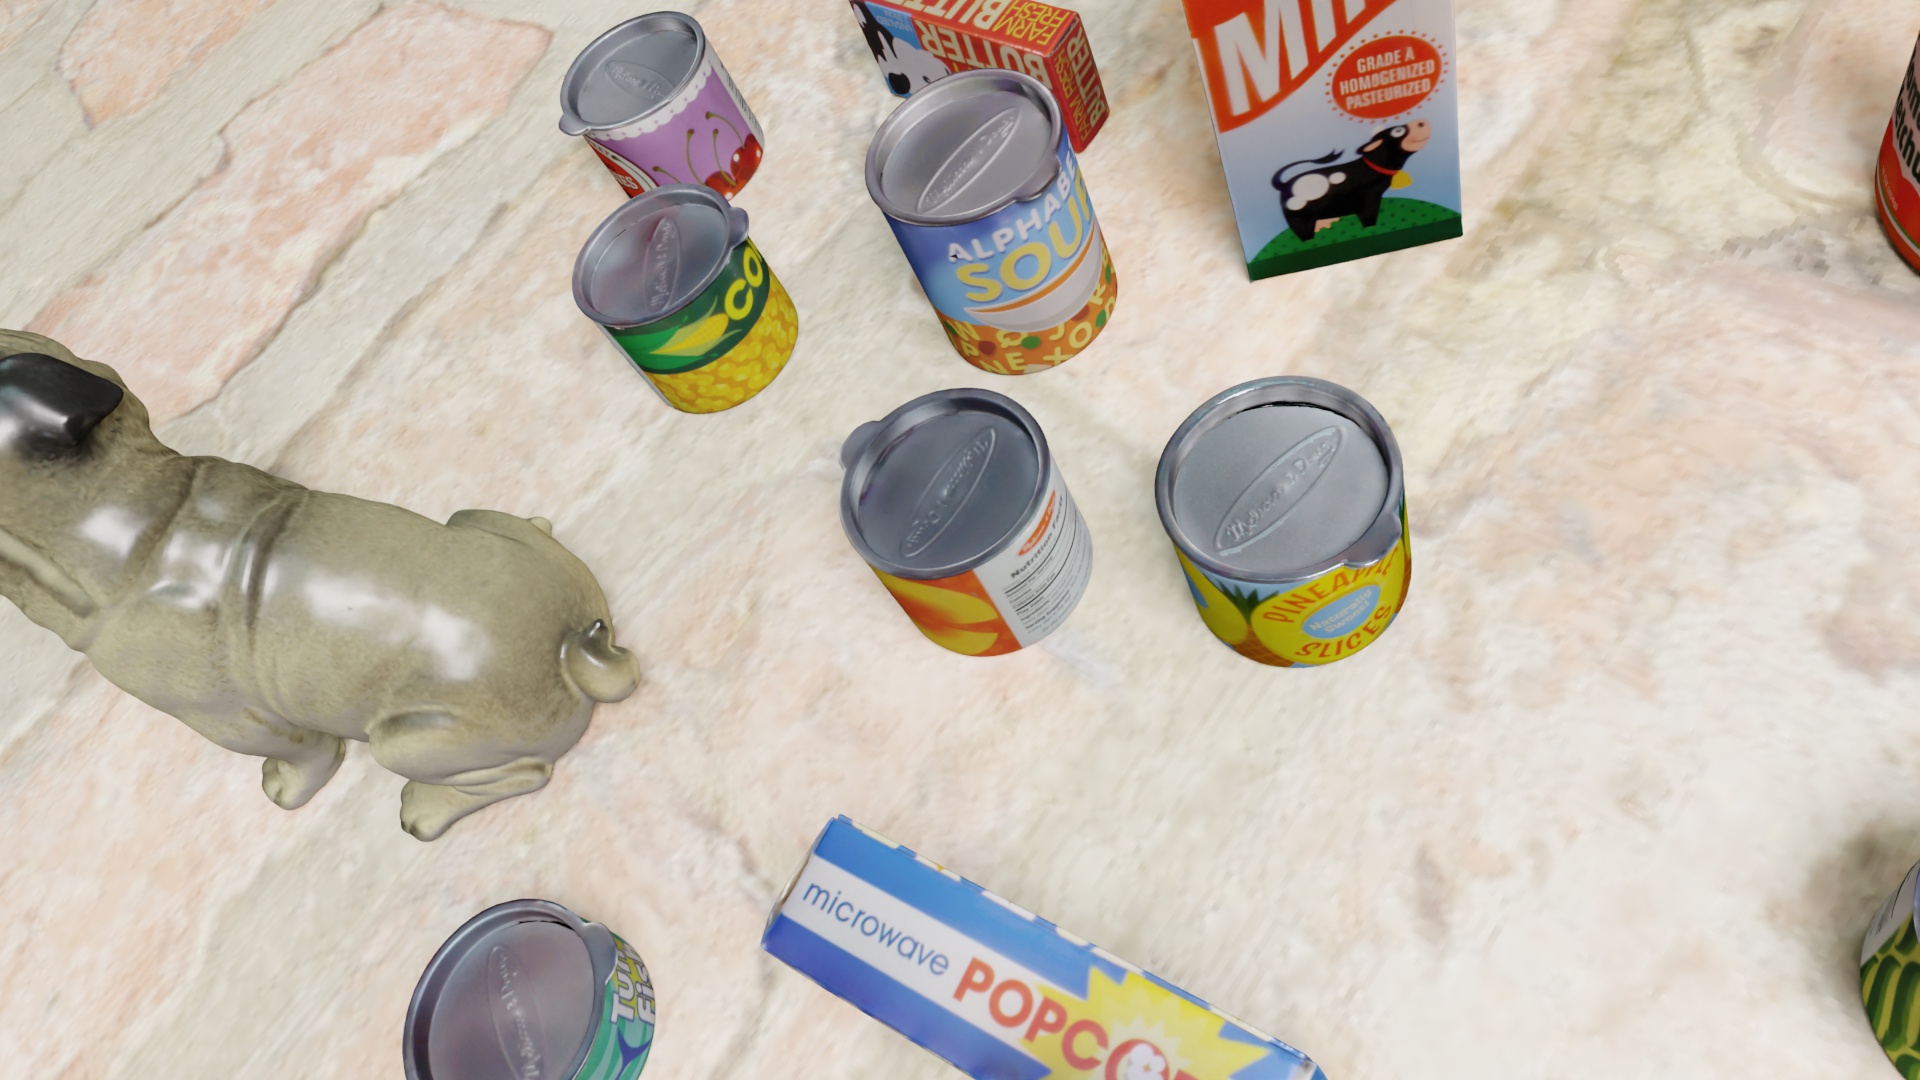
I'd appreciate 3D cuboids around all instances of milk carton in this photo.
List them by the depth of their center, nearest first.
[{"bbox_3d":[0.103,-0.168,0.411,0.073,0.190,0.072,-11,58,15],"label":"milk carton"}]

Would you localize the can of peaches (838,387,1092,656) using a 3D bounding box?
[{"bbox_3d":[0.002,-0.005,0.433,0.071,0.058,0.071,-10,58,16],"label":"can of peaches"}]

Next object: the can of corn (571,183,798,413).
[{"bbox_3d":[-0.100,-0.091,0.523,0.071,0.058,0.071,-10,58,16],"label":"can of corn"}]

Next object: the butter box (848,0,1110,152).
[{"bbox_3d":[0.008,-0.190,0.545,0.103,0.053,0.024,28,74,32],"label":"butter box"}]

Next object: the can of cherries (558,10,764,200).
[{"bbox_3d":[-0.126,-0.176,0.585,0.071,0.058,0.072,-10,58,16],"label":"can of cherries"}]

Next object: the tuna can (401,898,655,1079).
[{"bbox_3d":[-0.124,0.141,0.409,0.071,0.032,0.071,-10,58,16],"label":"tuna can"}]

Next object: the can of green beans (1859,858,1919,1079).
[{"bbox_3d":[0.230,0.090,0.288,0.071,0.057,0.071,-10,58,16],"label":"can of green beans"}]

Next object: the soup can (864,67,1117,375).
[{"bbox_3d":[0.015,-0.105,0.472,0.071,0.083,0.071,-10,58,16],"label":"soup can"}]

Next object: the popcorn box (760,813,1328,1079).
[{"bbox_3d":[0.024,0.118,0.334,0.127,0.085,0.038,20,70,30],"label":"popcorn box"}]

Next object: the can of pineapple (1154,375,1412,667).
[{"bbox_3d":[0.094,-0.003,0.396,0.071,0.057,0.071,-10,58,16],"label":"can of pineapple"}]

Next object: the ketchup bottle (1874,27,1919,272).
[{"bbox_3d":[0.272,-0.134,0.351,0.043,0.148,0.065,-5,59,19],"label":"ketchup bottle"}]
